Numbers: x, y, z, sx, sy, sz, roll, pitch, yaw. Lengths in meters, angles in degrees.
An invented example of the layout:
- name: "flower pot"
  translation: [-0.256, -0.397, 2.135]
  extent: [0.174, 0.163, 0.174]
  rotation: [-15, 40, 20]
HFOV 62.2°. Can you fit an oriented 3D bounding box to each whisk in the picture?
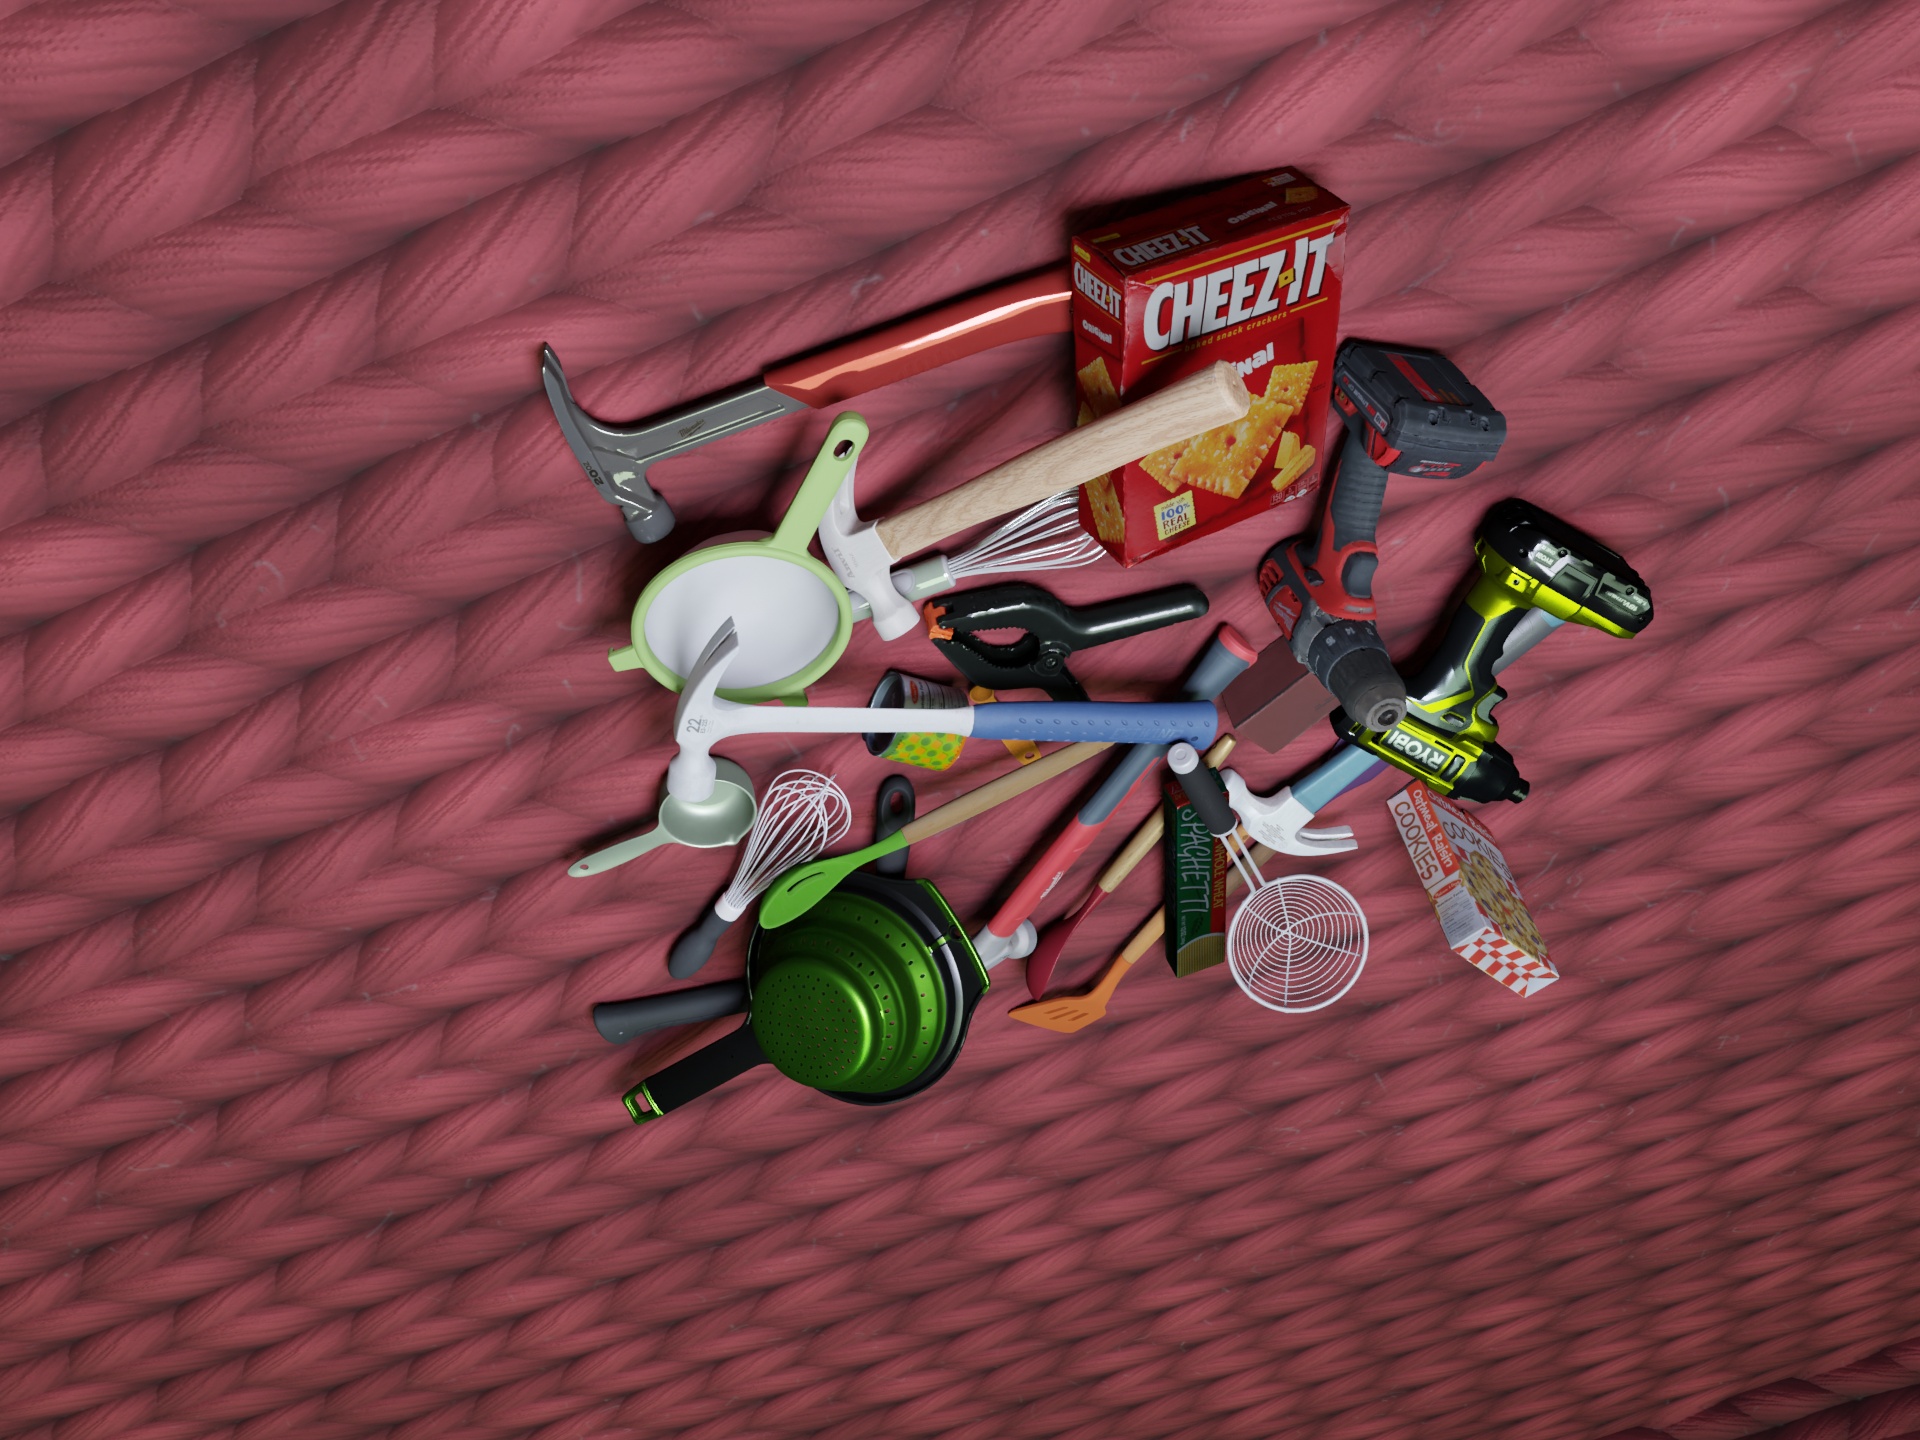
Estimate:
- name: "whisk"
  translation: [-0.001, -0.110, 1.134]
  extent: [0.246, 0.058, 0.059]
  rotation: [-19, 164, 11]
- name: "whisk"
  translation: [-0.175, 0.136, 1.318]
  extent: [0.070, 0.070, 0.284]
  rotation: [19, 131, -27]
- name: "whisk"
  translation: [-0.065, 0.182, 1.344]
  extent: [0.073, 0.073, 0.295]
  rotation: [1, 113, -13]

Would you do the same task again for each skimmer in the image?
- name: "skimmer"
  translation: [0.248, 0.133, 1.309]
  extent: [0.127, 0.090, 0.362]
  rotation: [-34, 141, 3]

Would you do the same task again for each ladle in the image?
- name: "ladle"
  translation: [0.142, 0.129, 1.390]
  extent: [0.031, 0.069, 0.315]
  rotation: [33, 116, -8]

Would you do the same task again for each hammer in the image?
- name: "hammer"
  translation: [-0.161, 0.238, 1.429]
  extent: [0.334, 0.035, 0.146]
  rotation: [-10, 134, -3]
- name: "hammer"
  translation: [0.370, -0.003, 1.314]
  extent: [0.128, 0.033, 0.331]
  rotation: [40, 112, -21]
- name: "hammer"
  translation: [-0.002, -0.004, 1.149]
  extent: [0.405, 0.035, 0.144]
  rotation: [1, 130, -19]
- name: "hammer"
  translation: [0.105, 0.075, 1.302]
  extent: [0.143, 0.038, 0.386]
  rotation: [-8, 140, -53]
- name: "hammer"
  translation: [0.034, -0.152, 1.005]
  extent: [0.331, 0.031, 0.130]
  rotation: [-18, 111, 40]
- name: "hammer"
  translation: [-0.076, -0.229, 1.011]
  extent: [0.359, 0.037, 0.149]
  rotation: [-19, 134, 6]

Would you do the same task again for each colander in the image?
- name: "colander"
  translation: [-0.164, 0.269, 1.325]
  extent: [0.397, 0.094, 0.204]
  rotation: [-32, 88, 27]

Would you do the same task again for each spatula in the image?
- name: "spatula"
  translation: [0.290, 0.092, 1.406]
  extent: [0.059, 0.018, 0.316]
  rotation: [27, 121, -24]
- name: "spatula"
  translation: [0.166, 0.197, 1.475]
  extent: [0.081, 0.041, 0.322]
  rotation: [22, 120, -30]

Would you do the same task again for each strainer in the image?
- name: "strainer"
  translation: [-0.129, -0.119, 1.073]
  extent: [0.151, 0.069, 0.256]
  rotation: [13, 131, -28]

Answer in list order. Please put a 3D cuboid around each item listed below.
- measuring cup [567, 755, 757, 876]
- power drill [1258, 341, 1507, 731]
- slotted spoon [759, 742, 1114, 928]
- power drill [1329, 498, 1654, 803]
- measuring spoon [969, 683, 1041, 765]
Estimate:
- name: "measuring cup"
  translation: [-0.240, 0.079, 1.262]
  extent: [0.167, 0.038, 0.083]
  rotation: [-24, 133, 12]
- name: "power drill"
  translation: [0.286, -0.122, 1.093]
  extent: [0.080, 0.188, 0.226]
  rotation: [3, 127, -17]
- name: "slotted spoon"
  translation: [-0.021, 0.080, 1.254]
  extent: [0.314, 0.031, 0.070]
  rotation: [-26, 155, -1]
- name: "power drill"
  translation: [0.419, -0.042, 1.233]
  extent: [0.171, 0.080, 0.223]
  rotation: [27, 118, -9]
- name: "measuring spoon"
  translation: [0.037, 0.003, 1.273]
  extent: [0.021, 0.011, 0.116]
  rotation: [-27, 136, 11]
